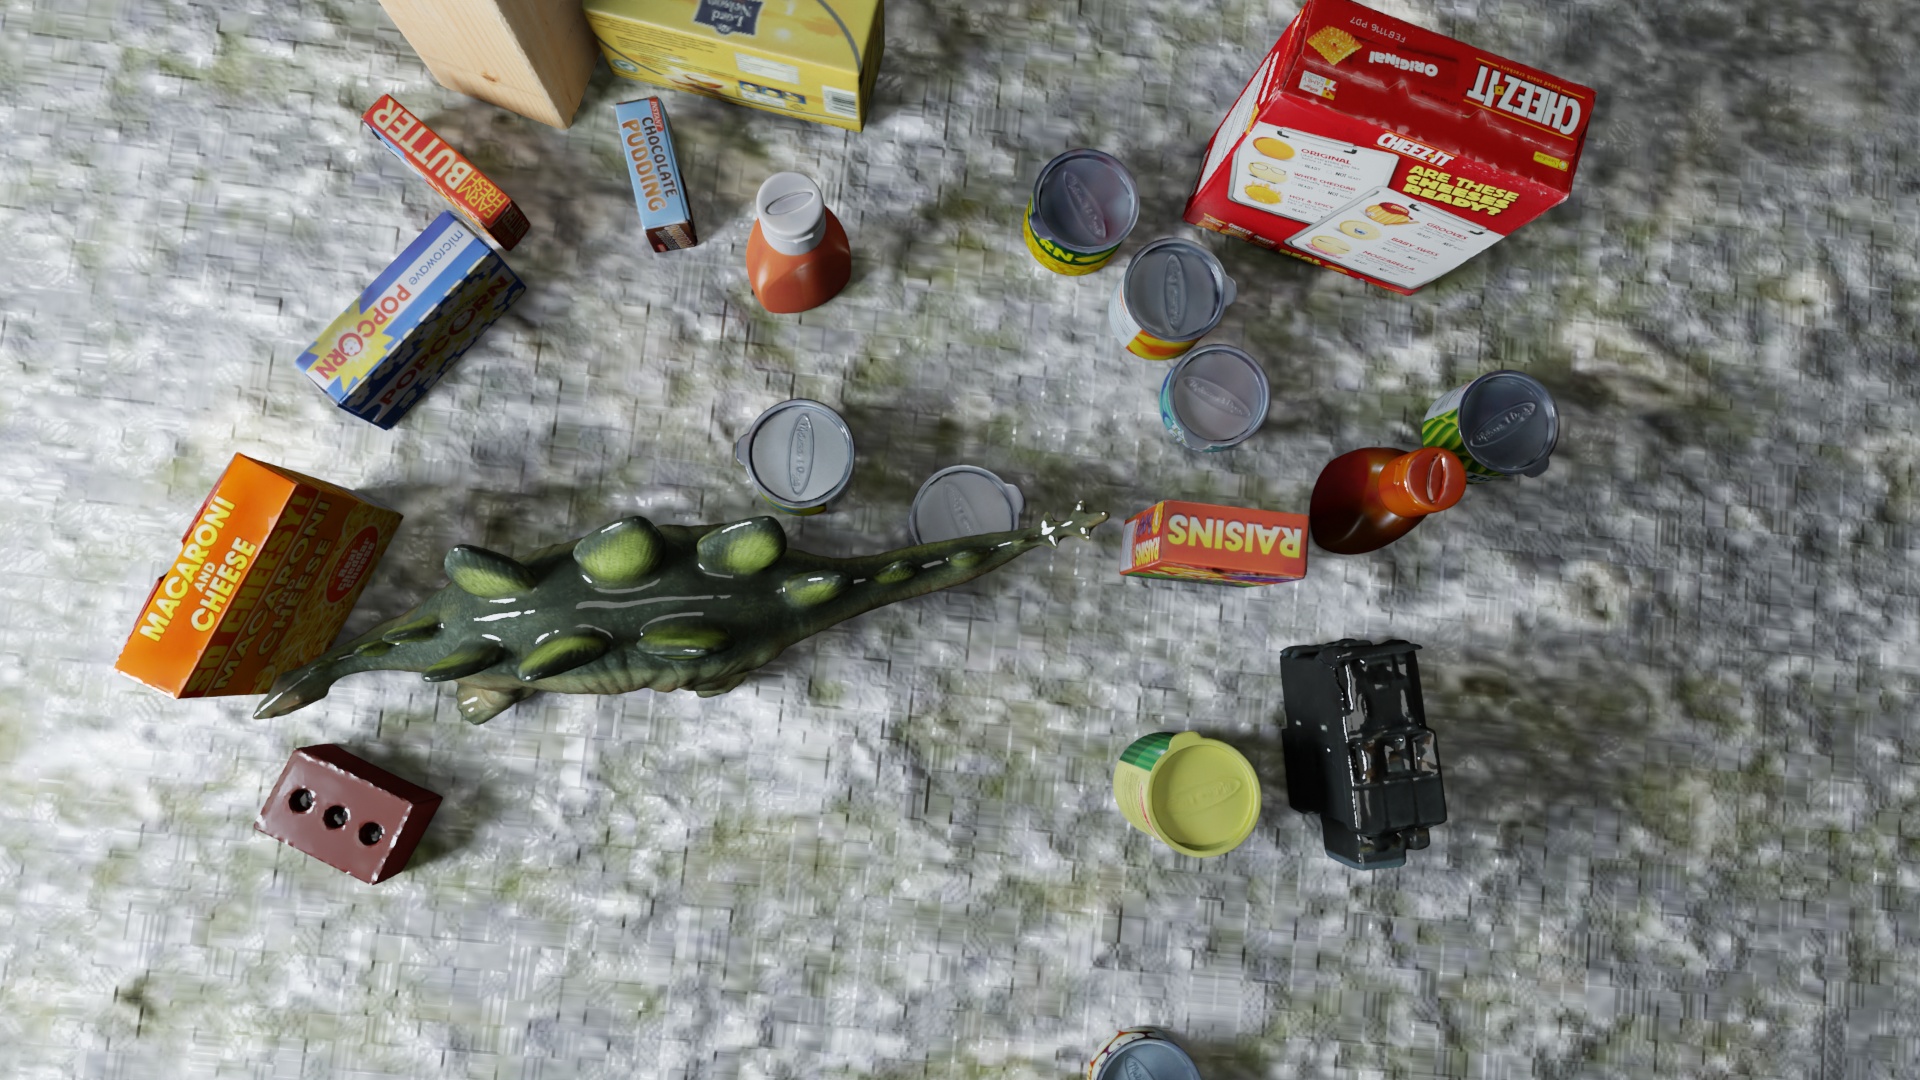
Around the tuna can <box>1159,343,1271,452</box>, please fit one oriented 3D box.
[{"bbox_3d":[0.161,-0.088,0.890,0.071,0.033,0.071,0,84,-5],"label":"tuna can"}]

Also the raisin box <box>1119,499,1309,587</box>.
[{"bbox_3d":[0.149,0.004,0.834,0.086,0.123,0.040,7,85,-4],"label":"raisin box"}]

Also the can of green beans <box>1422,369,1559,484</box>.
[{"bbox_3d":[0.338,-0.071,0.889,0.071,0.058,0.071,0,85,-4],"label":"can of green beans"}]

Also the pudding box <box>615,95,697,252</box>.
[{"bbox_3d":[-0.189,-0.227,0.867,0.030,0.049,0.083,-13,86,-6],"label":"pudding box"}]

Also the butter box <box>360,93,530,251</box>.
[{"bbox_3d":[-0.315,-0.225,0.855,0.103,0.053,0.024,40,83,0],"label":"butter box"}]

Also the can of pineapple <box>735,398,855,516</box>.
[{"bbox_3d":[-0.099,-0.050,0.852,0.071,0.058,0.071,0,85,-4],"label":"can of pineapple"}]

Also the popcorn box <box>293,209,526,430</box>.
[{"bbox_3d":[-0.324,-0.129,0.828,0.038,0.085,0.127,42,83,0],"label":"popcorn box"}]

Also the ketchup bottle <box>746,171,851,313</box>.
[{"bbox_3d":[-0.096,-0.174,0.819,0.065,0.148,0.043,-24,87,-6],"label":"ketchup bottle"}]

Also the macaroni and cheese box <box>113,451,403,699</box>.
[{"bbox_3d":[-0.381,0.024,0.768,0.040,0.166,0.124,27,83,-2],"label":"macaroni and cheese box"}]

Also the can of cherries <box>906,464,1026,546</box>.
[{"bbox_3d":[0.003,-0.011,0.856,0.071,0.058,0.071,0,85,-4],"label":"can of cherries"}]

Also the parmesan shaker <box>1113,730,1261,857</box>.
[{"bbox_3d":[0.132,0.146,0.829,0.071,0.103,0.071,0,85,-4],"label":"parmesan shaker"}]

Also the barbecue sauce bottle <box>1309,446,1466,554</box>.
[{"bbox_3d":[0.254,-0.028,0.833,0.044,0.148,0.065,11,84,-3],"label":"barbecue sauce bottle"}]

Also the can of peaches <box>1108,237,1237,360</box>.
[{"bbox_3d":[0.133,-0.151,0.881,0.071,0.058,0.071,0,85,-4],"label":"can of peaches"}]

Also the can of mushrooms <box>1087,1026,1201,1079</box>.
[{"bbox_3d":[0.109,0.333,0.843,0.071,0.033,0.071,0,84,-5],"label":"can of mushrooms"}]

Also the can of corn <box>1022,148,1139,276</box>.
[{"bbox_3d":[0.073,-0.205,0.881,0.071,0.058,0.071,0,85,-4],"label":"can of corn"}]
